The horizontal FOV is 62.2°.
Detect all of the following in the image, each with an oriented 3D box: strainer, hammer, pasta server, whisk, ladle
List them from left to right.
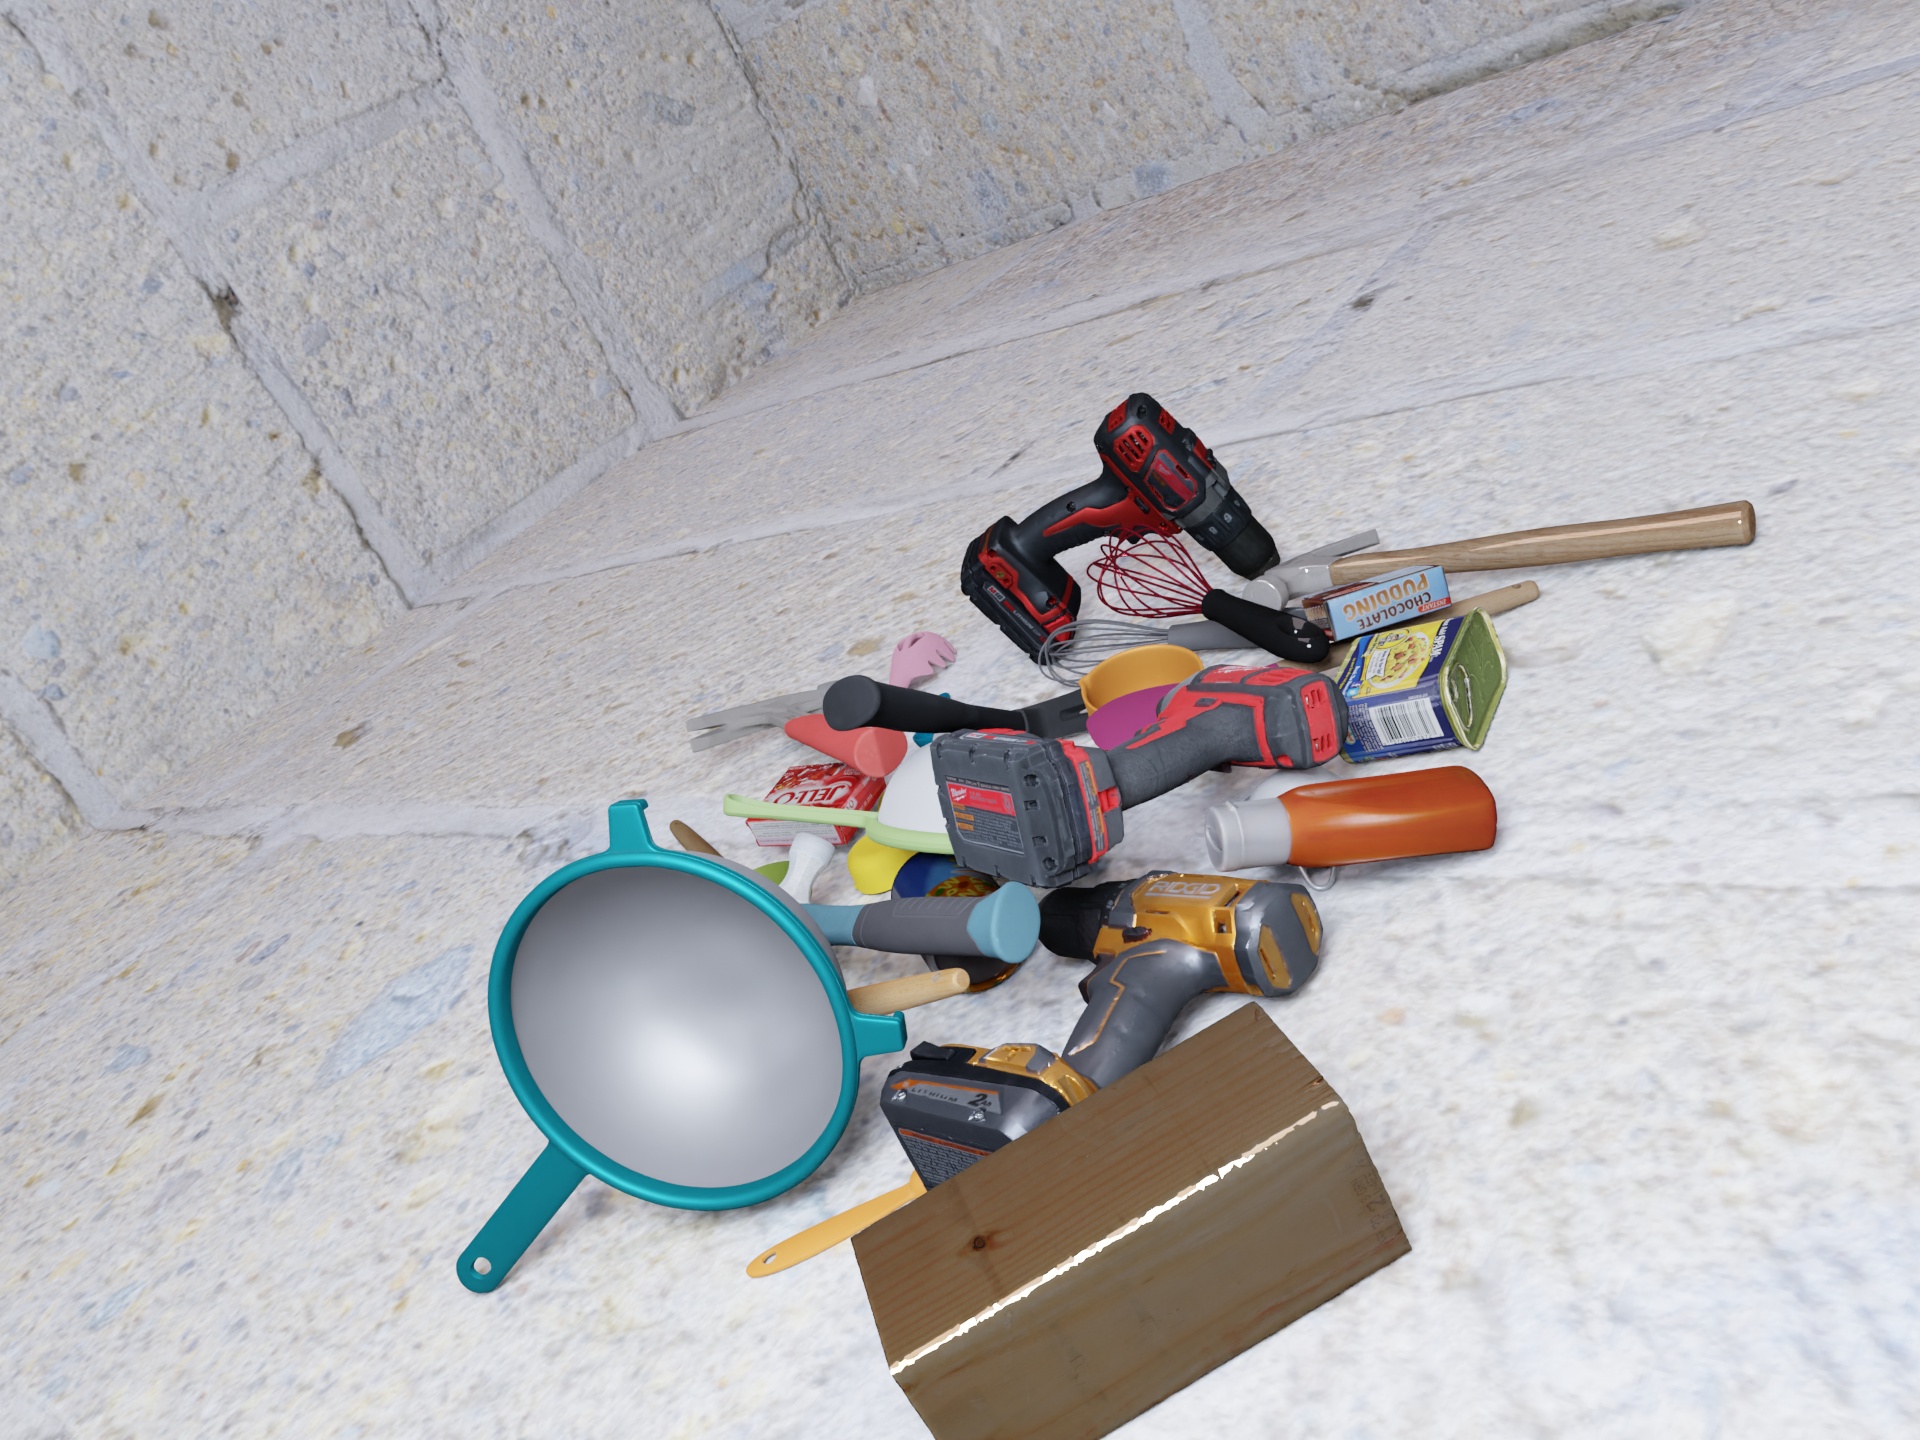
[{"bbox_3d":[-0.181,0.200,0.902,0.340,0.211,0.095,-51,0,24],"label":"strainer"},{"bbox_3d":[-0.192,0.108,1.258,0.078,0.062,0.320,-18,16,-20],"label":"ladle"},{"bbox_3d":[-0.126,0.010,1.303,0.149,0.036,0.359,-16,10,-16],"label":"hammer"},{"bbox_3d":[-0.049,0.123,0.963,0.331,0.033,0.128,-13,51,60],"label":"hammer"},{"bbox_3d":[-0.061,0.008,1.365,0.060,0.040,0.316,-18,28,23],"label":"pasta server"},{"bbox_3d":[-0.037,0.041,1.048,0.256,0.069,0.151,4,5,16],"label":"strainer"},{"bbox_3d":[-0.002,-0.003,1.081,0.146,0.035,0.334,-16,-9,19],"label":"hammer"},{"bbox_3d":[0.166,-0.061,1.230,0.239,0.055,0.055,-7,30,33],"label":"whisk"},{"bbox_3d":[0.174,-0.089,1.149,0.073,0.073,0.296,-32,27,-11],"label":"whisk"},{"bbox_3d":[0.208,0.024,1.009,0.087,0.050,0.259,-8,22,7],"label":"strainer"},{"bbox_3d":[0.371,-0.117,1.108,0.331,0.031,0.130,-4,17,37],"label":"hammer"}]

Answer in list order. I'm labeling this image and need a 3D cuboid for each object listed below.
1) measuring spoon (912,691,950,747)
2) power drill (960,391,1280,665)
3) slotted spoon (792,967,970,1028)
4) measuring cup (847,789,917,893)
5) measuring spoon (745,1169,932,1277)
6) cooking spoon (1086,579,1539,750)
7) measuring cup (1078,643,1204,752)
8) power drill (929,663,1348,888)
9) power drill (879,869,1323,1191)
[{"bbox_3d":[-0.015,0.002,1.343,0.042,0.021,0.129,-25,14,8],"label":"measuring spoon"},{"bbox_3d":[0.132,-0.141,1.318,0.226,0.187,0.080,-37,21,30],"label":"power drill"},{"bbox_3d":[-0.100,0.177,0.945,0.314,0.031,0.070,-22,38,46],"label":"slotted spoon"},{"bbox_3d":[-0.058,0.078,1.200,0.062,0.029,0.157,-25,23,8],"label":"measuring cup"},{"bbox_3d":[-0.062,0.262,0.836,0.117,0.011,0.021,-27,22,2],"label":"measuring spoon"},{"bbox_3d":[0.237,-0.040,1.067,0.319,0.017,0.069,-18,36,-3],"label":"cooking spoon"},{"bbox_3d":[0.120,0.017,1.098,0.095,0.052,0.174,-1,38,26],"label":"measuring cup"},{"bbox_3d":[0.101,0.020,0.923,0.219,0.078,0.143,-19,12,-27],"label":"power drill"},{"bbox_3d":[0.060,0.157,0.841,0.185,0.084,0.226,-3,29,50],"label":"power drill"}]
